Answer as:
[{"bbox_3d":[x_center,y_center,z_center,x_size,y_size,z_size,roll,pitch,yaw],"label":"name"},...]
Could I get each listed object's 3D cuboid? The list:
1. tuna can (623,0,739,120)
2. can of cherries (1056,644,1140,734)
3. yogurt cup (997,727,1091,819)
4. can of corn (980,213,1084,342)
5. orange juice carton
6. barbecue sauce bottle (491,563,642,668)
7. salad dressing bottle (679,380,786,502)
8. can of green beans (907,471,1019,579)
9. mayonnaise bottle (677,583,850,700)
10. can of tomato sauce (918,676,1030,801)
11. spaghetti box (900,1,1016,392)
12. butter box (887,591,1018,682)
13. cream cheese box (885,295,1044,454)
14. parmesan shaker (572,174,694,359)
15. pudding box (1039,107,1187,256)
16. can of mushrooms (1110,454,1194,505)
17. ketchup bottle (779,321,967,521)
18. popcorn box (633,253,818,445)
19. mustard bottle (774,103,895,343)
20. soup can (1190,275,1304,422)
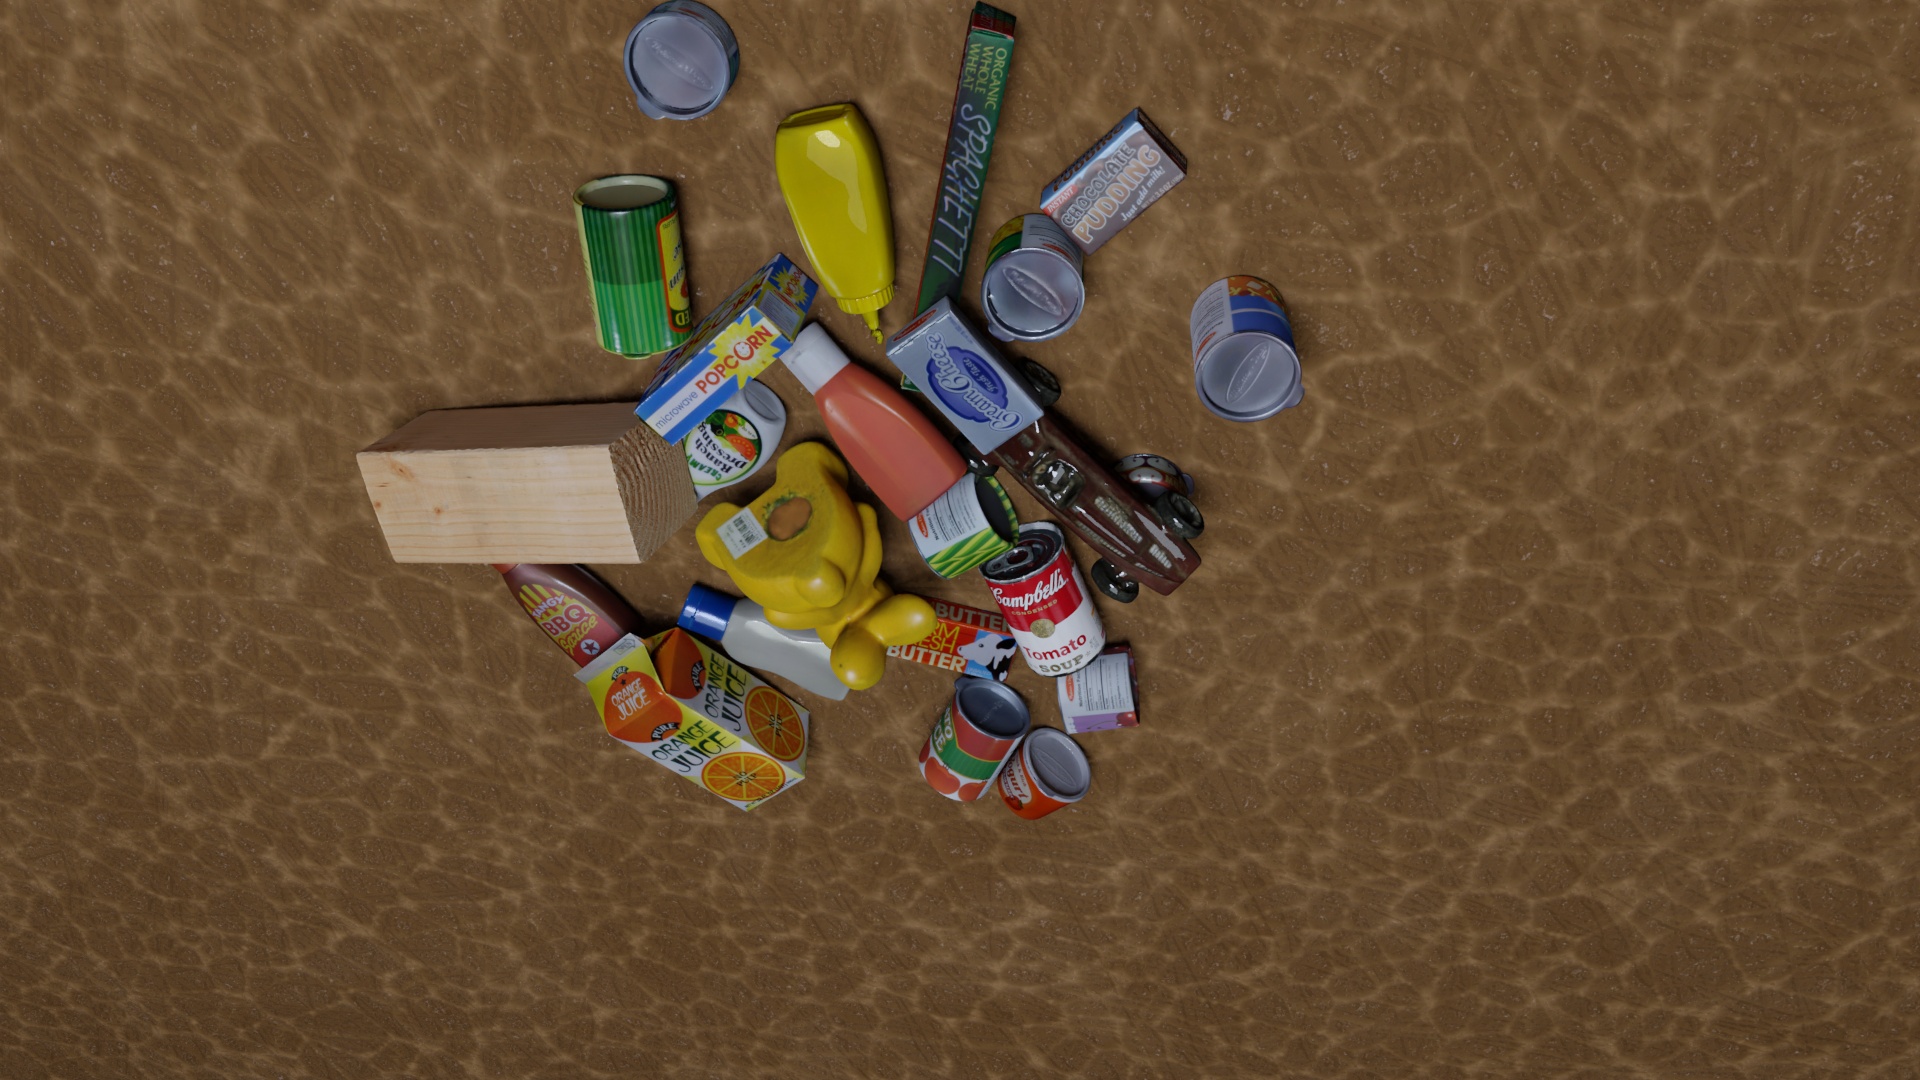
[{"bbox_3d":[-0.173,-0.296,0.861,0.071,0.033,0.070,3,125,4],"label":"tuna can"},{"bbox_3d":[0.110,0.118,1.106,0.058,0.072,0.071,-9,124,11],"label":"can of cherries"},{"bbox_3d":[0.068,0.199,1.168,0.072,0.073,0.053,31,131,-15],"label":"yogurt cup"},{"bbox_3d":[0.047,-0.171,0.909,0.071,0.058,0.070,3,126,4],"label":"can of corn"},{"bbox_3d":[-0.216,0.138,1.128,0.071,0.073,0.192,-33,127,26],"label":"orange juice carton"},{"bbox_3d":[-0.326,0.038,1.108,0.064,0.044,0.148,-30,117,24],"label":"barbecue sauce bottle"},{"bbox_3d":[-0.190,-0.057,1.025,0.064,0.044,0.147,41,120,-15],"label":"salad dressing bottle"},{"bbox_3d":[0.003,-0.013,1.022,0.057,0.071,0.071,-27,118,22],"label":"can of green beans"},{"bbox_3d":[-0.152,0.077,1.119,0.148,0.041,0.064,22,125,-8],"label":"mayonnaise bottle"},{"bbox_3d":[0.009,0.164,1.147,0.071,0.071,0.082,22,125,-9],"label":"can of tomato sauce"},{"bbox_3d":[-0.003,-0.212,0.891,0.029,0.050,0.248,11,126,-4],"label":"spaghetti box"},{"bbox_3d":[-0.006,0.077,1.112,0.103,0.024,0.052,14,126,-4],"label":"butter box"},{"bbox_3d":[0.004,-0.108,0.919,0.053,0.024,0.103,-33,121,22],"label":"cream cheese box"},{"bbox_3d":[-0.216,-0.182,0.922,0.071,0.072,0.102,3,125,4],"label":"parmesan shaker"},{"bbox_3d":[0.097,-0.227,0.882,0.083,0.030,0.049,-37,113,27],"label":"pudding box"},{"bbox_3d":[0.136,-0.028,1.017,0.071,0.034,0.070,3,125,5],"label":"can of mushrooms"},{"bbox_3d":[-0.065,-0.086,0.971,0.064,0.044,0.148,-38,98,31],"label":"ketchup bottle"},{"bbox_3d":[-0.160,-0.130,0.945,0.126,0.085,0.038,-35,114,27],"label":"popcorn box"},{"bbox_3d":[-0.074,-0.201,0.908,0.065,0.049,0.159,-6,125,11],"label":"mustard bottle"},{"bbox_3d":[0.188,-0.125,0.910,0.071,0.084,0.071,3,126,4],"label":"soup can"}]
